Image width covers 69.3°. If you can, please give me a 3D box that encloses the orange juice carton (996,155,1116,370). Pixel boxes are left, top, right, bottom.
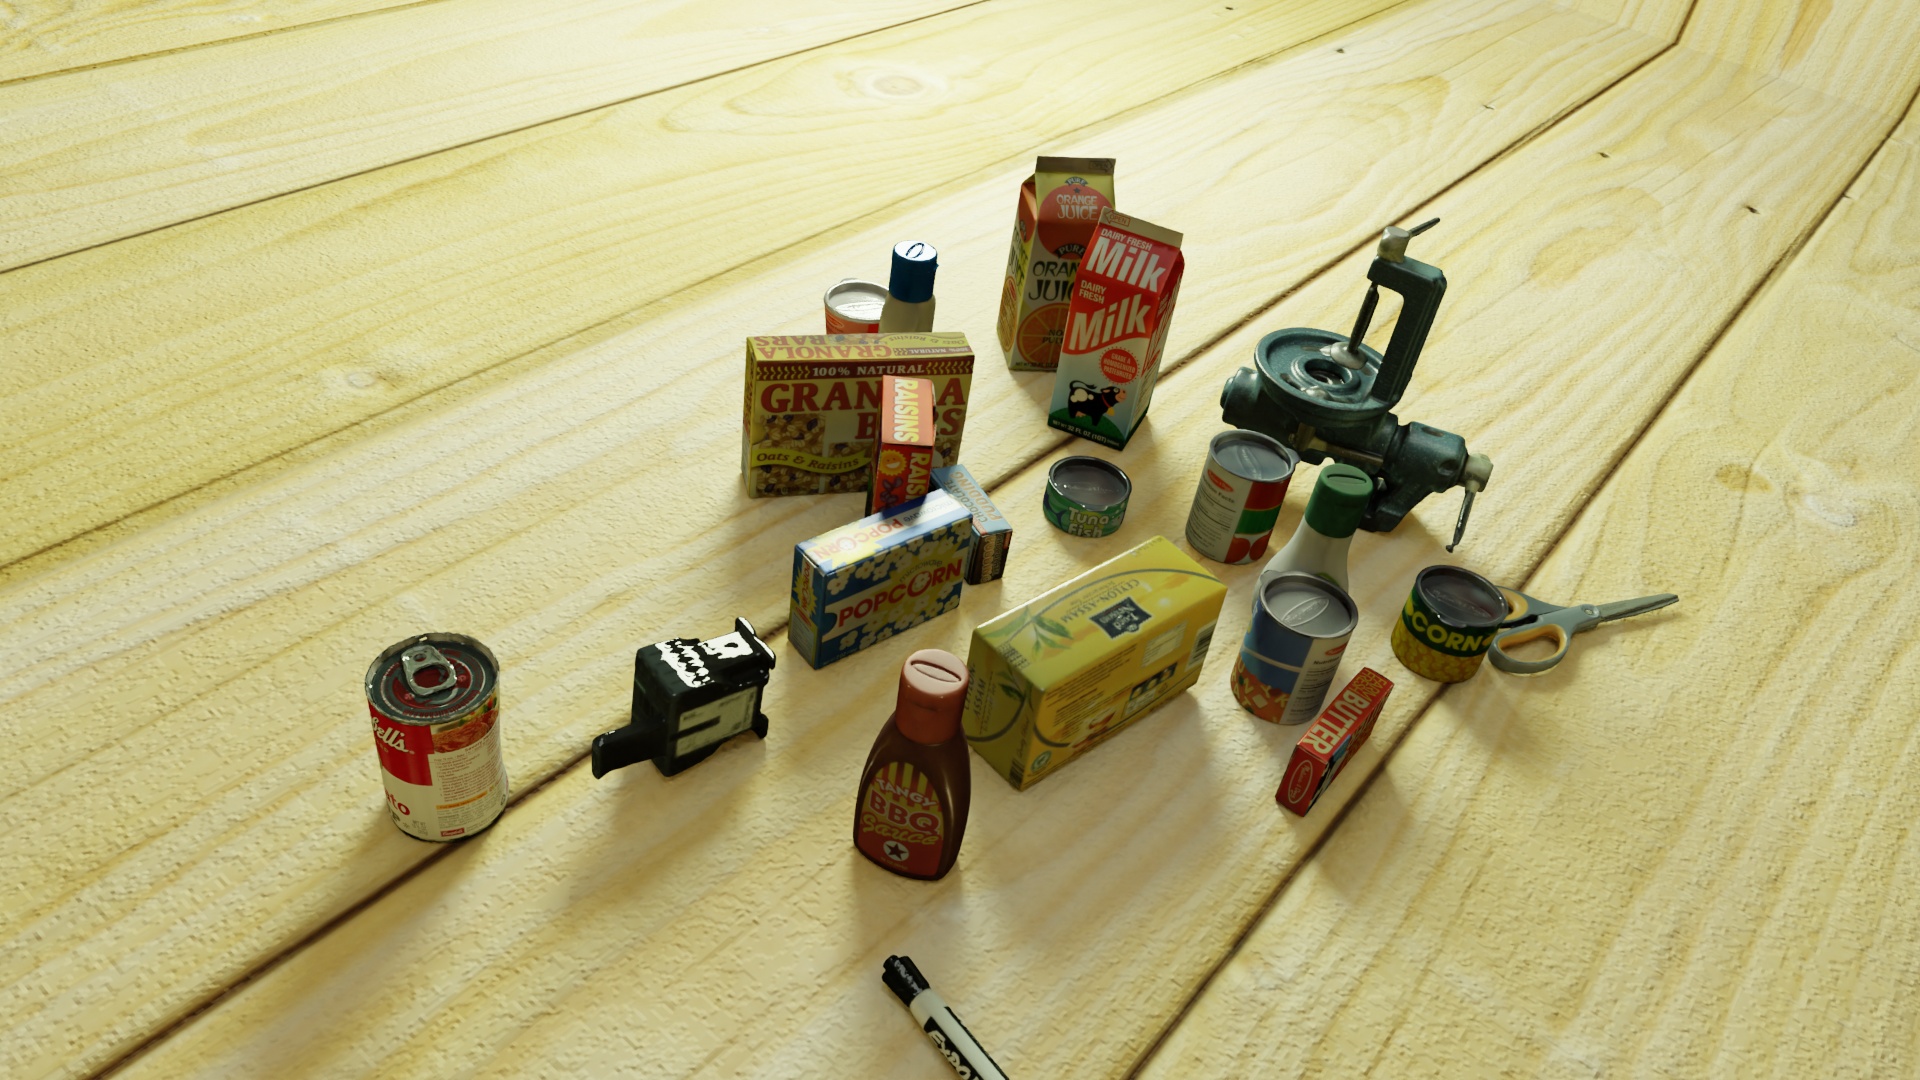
[{"bbox_3d":[0.085,-0.247,1.219,0.072,0.191,0.073,0,40,-12],"label":"orange juice carton"}]

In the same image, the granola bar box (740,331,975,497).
[{"bbox_3d":[-0.079,-0.095,1.050,0.166,0.123,0.039,-4,41,-17],"label":"granola bar box"}]

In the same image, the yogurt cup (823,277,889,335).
[{"bbox_3d":[-0.088,-0.189,1.219,0.072,0.053,0.073,6,39,-5],"label":"yogurt cup"}]

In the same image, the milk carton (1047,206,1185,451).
[{"bbox_3d":[0.131,-0.178,1.145,0.072,0.189,0.074,22,40,14],"label":"milk carton"}]

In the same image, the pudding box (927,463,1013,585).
[{"bbox_3d":[0.004,-0.013,1.026,0.030,0.049,0.084,-13,44,-26],"label":"pudding box"}]

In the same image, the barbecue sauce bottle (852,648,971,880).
[{"bbox_3d":[-0.023,0.125,0.772,0.065,0.147,0.044,20,40,12],"label":"barbecue sauce bottle"}]

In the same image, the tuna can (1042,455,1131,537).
[{"bbox_3d":[0.099,-0.033,1.085,0.071,0.032,0.071,6,39,-5],"label":"tuna can"}]

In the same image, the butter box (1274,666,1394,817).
[{"bbox_3d":[0.243,0.129,0.901,0.024,0.052,0.104,32,43,25],"label":"butter box"}]

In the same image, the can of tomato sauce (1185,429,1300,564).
[{"bbox_3d":[0.216,-0.033,1.071,0.071,0.082,0.071,6,39,-5],"label":"can of tomato sauce"}]

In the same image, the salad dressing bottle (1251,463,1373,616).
[{"bbox_3d":[0.246,0.015,0.967,0.064,0.146,0.044,5,39,-6],"label":"salad dressing bottle"}]

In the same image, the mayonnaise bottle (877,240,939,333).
[{"bbox_3d":[-0.045,-0.171,1.132,0.041,0.147,0.065,18,39,10],"label":"mayonnaise bottle"}]

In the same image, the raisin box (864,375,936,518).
[{"bbox_3d":[-0.044,-0.044,0.995,0.040,0.122,0.086,5,39,-6],"label":"raisin box"}]

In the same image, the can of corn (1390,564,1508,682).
[{"bbox_3d":[0.351,0.062,1.003,0.071,0.058,0.071,6,39,-5],"label":"can of corn"}]

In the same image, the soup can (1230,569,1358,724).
[{"bbox_3d":[0.223,0.072,0.943,0.071,0.083,0.072,6,39,-5],"label":"soup can"}]

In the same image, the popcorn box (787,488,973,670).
[{"bbox_3d":[-0.054,0.025,0.939,0.127,0.084,0.038,-23,49,-34],"label":"popcorn box"}]
